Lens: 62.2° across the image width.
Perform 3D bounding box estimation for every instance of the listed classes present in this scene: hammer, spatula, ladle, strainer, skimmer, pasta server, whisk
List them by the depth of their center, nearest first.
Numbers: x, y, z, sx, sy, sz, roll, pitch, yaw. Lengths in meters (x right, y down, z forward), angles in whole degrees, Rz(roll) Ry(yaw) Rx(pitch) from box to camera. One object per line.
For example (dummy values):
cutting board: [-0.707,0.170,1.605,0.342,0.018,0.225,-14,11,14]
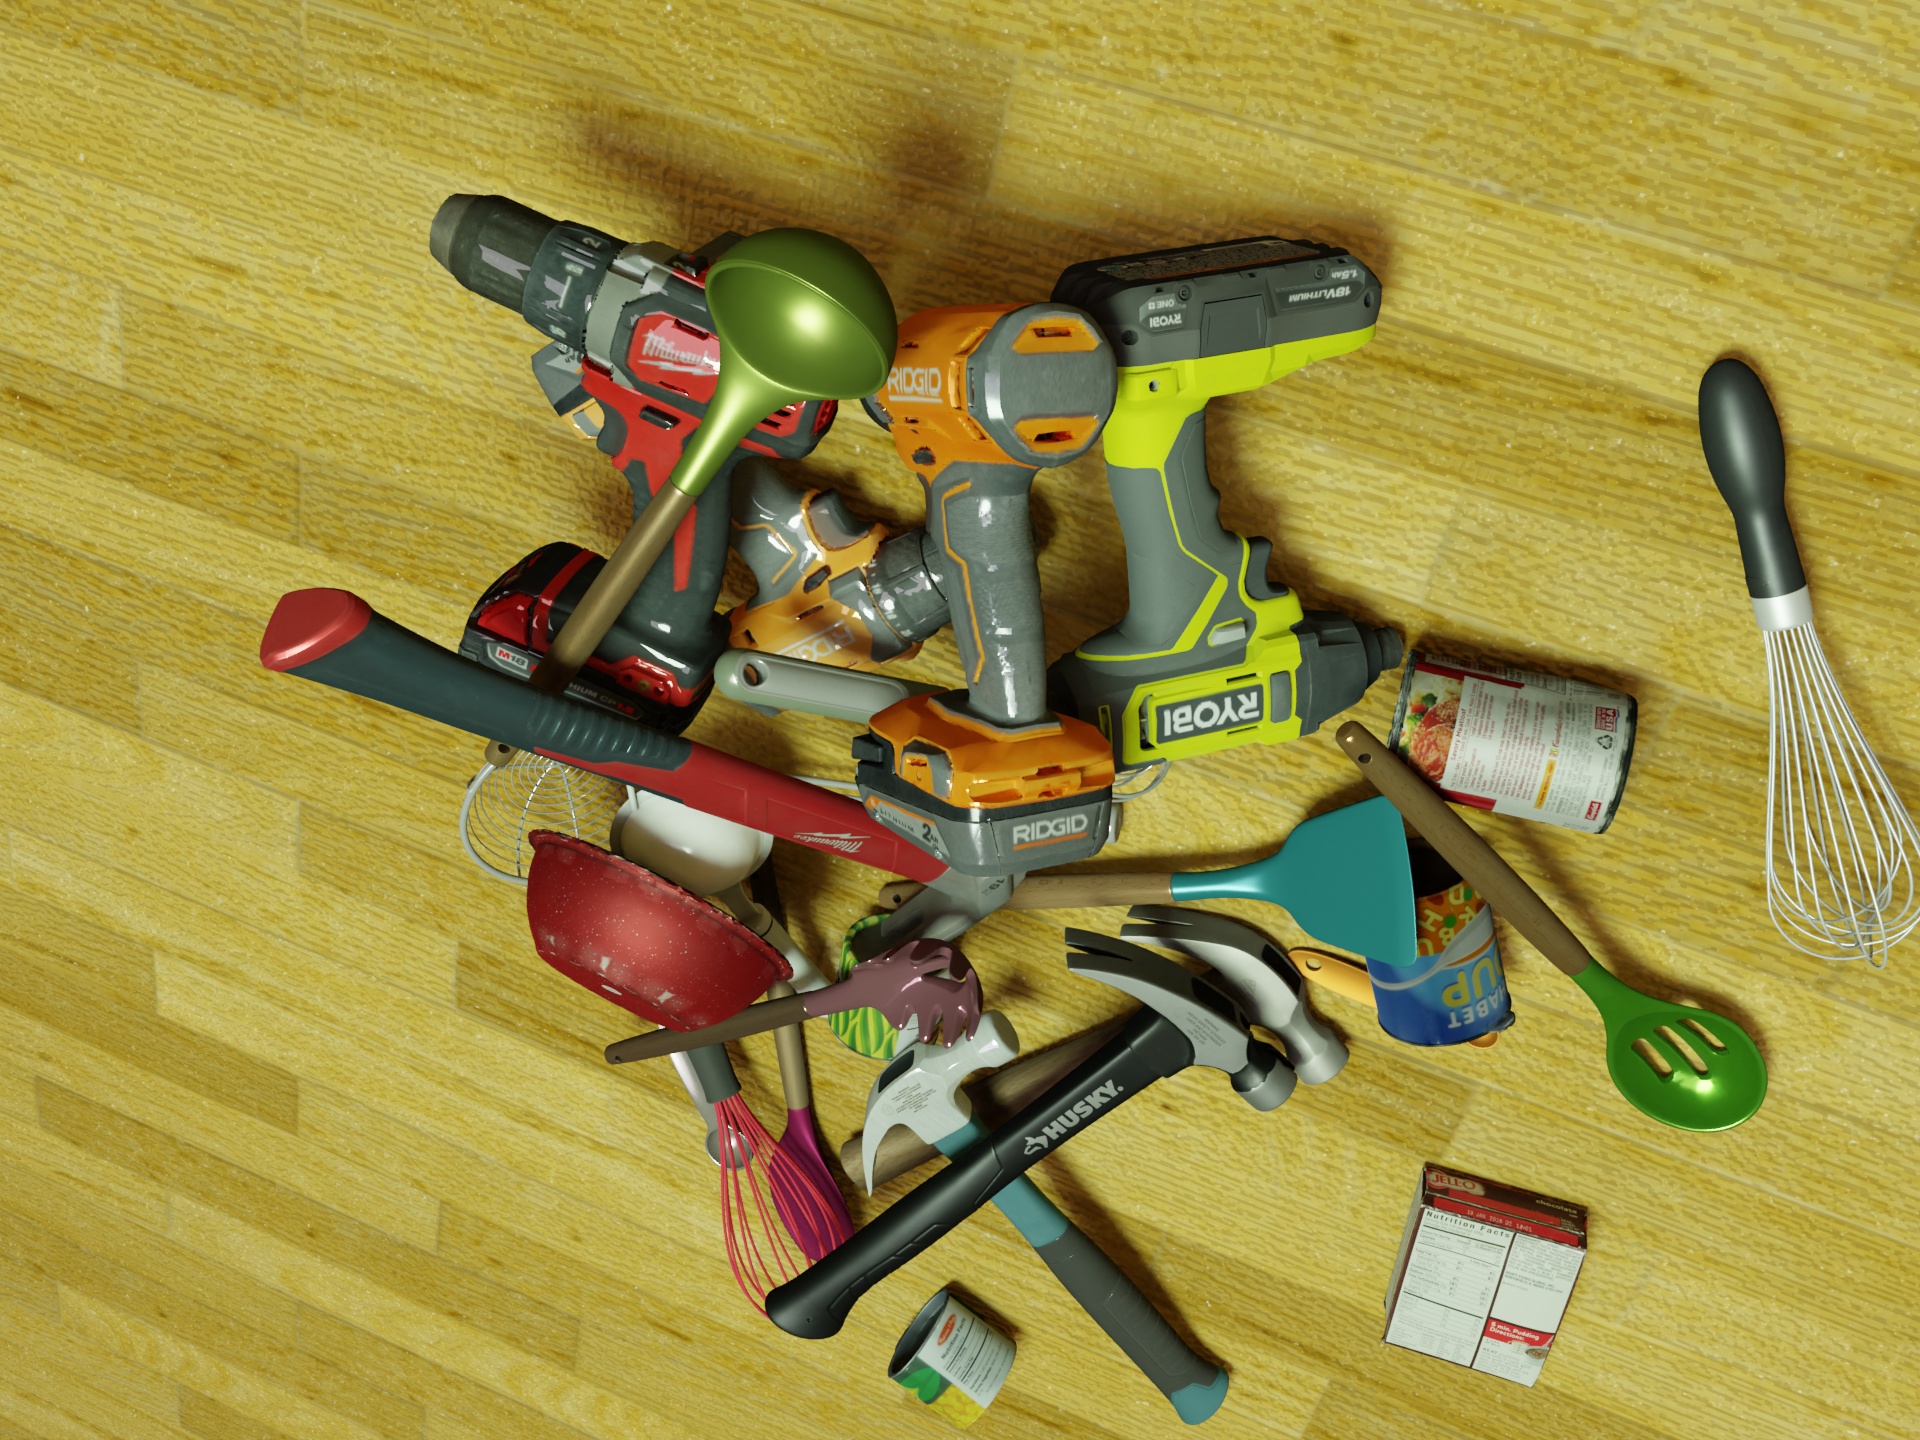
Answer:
ladle: [-0.132,-0.076,0.673,0.078,0.062,0.320,32,123,-16]
whisk: [0.365,-0.020,0.692,0.070,0.070,0.284,-14,105,26]
hammer: [-0.137,0.033,0.754,0.386,0.038,0.143,22,134,-33]
whisk: [-0.001,-0.002,0.782,0.246,0.059,0.058,11,80,-22]
spatula: [0.085,0.089,0.840,0.317,0.044,0.082,-6,91,30]
hammer: [0.011,0.244,0.875,0.146,0.035,0.334,41,111,-19]
skimmer: [-0.097,0.059,0.880,0.363,0.090,0.127,6,139,16]
strainer: [-0.118,0.109,0.891,0.087,0.050,0.258,-22,137,9]
pasta server: [-0.106,0.171,0.903,0.316,0.040,0.060,-20,110,37]
hammer: [0.052,0.207,0.933,0.331,0.031,0.130,-32,101,30]
hammer: [0.062,0.312,0.947,0.128,0.033,0.330,-32,112,18]
whisk: [-0.142,0.253,1.002,0.073,0.073,0.296,-17,97,27]

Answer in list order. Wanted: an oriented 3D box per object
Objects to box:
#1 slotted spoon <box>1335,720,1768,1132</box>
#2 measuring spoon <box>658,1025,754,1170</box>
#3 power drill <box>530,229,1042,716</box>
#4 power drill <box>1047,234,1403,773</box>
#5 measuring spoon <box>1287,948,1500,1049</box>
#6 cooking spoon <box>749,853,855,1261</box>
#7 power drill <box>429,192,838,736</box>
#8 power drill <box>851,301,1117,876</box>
slotted spoon: [0.281,0.100,0.758,0.313,0.031,0.070,41,122,-20]
measuring spoon: [-0.167,0.238,1.043,0.034,0.018,0.124,-19,101,23]
power drill: [-0.082,-0.125,0.792,0.185,0.084,0.226,-23,110,28]
power drill: [0.120,-0.094,0.711,0.171,0.080,0.223,-12,116,-13]
measuring spoon: [0.231,0.146,0.851,0.117,0.011,0.021,21,124,13]
cooking spoon: [-0.105,0.221,1.005,0.069,0.017,0.318,11,119,31]
power drill: [-0.167,-0.116,0.731,0.188,0.080,0.226,24,123,-2]
power drill: [0.001,-0.063,0.687,0.164,0.084,0.226,24,119,59]
